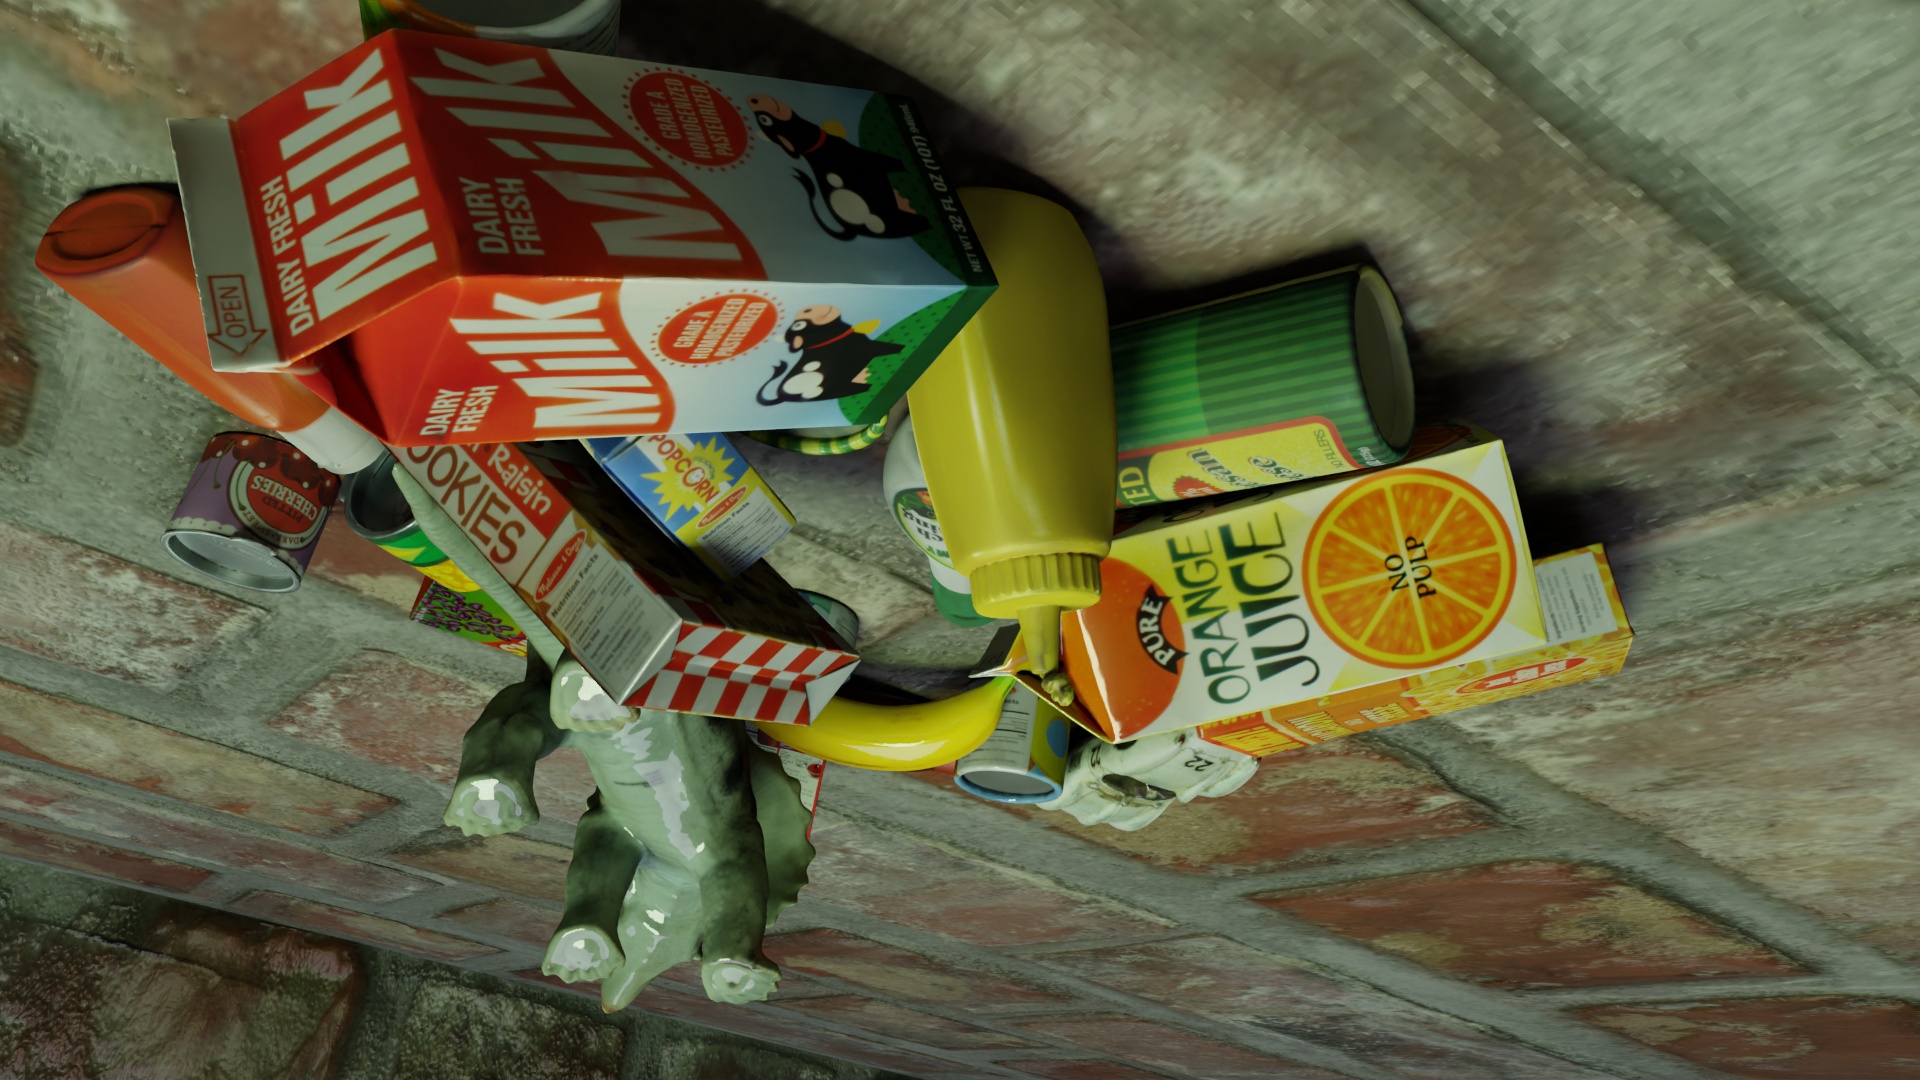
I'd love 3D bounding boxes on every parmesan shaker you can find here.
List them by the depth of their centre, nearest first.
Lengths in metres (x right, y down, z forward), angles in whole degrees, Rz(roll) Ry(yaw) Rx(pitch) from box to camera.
[{"bbox_3d":[0.092,-0.050,0.467,0.103,0.071,0.071,-10,147,33],"label":"parmesan shaker"}]

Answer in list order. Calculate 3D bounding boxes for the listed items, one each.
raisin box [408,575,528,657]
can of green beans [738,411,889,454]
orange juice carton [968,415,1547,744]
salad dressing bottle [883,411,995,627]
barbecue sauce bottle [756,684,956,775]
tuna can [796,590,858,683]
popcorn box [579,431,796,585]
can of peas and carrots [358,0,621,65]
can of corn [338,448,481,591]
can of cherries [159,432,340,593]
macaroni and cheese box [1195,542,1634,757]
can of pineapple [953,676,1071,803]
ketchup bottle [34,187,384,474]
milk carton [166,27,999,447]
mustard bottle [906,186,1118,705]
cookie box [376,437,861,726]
[{"bbox_3d":[-0.233,0.036,0.775,0.123,0.040,0.085,21,150,-23],"label":"raisin box"},{"bbox_3d":[-0.053,-0.071,0.487,0.071,0.058,0.071,8,153,4],"label":"can of green beans"},{"bbox_3d":[0.099,0.018,0.503,0.192,0.073,0.072,-15,-171,11],"label":"orange juice carton"},{"bbox_3d":[0.002,-0.008,0.607,0.064,0.044,0.147,5,153,6],"label":"salad dressing bottle"},{"bbox_3d":[-0.050,0.119,0.870,0.149,0.044,0.064,13,152,-7],"label":"barbecue sauce bottle"},{"bbox_3d":[-0.093,0.055,0.772,0.071,0.033,0.070,8,153,4],"label":"tuna can"},{"bbox_3d":[-0.120,-0.050,0.493,0.127,0.038,0.085,44,173,34],"label":"popcorn box"},{"bbox_3d":[-0.127,-0.140,0.371,0.071,0.071,0.058,15,152,-10],"label":"can of peas and carrots"},{"bbox_3d":[-0.240,-0.017,0.644,0.071,0.071,0.058,-4,150,25],"label":"can of corn"},{"bbox_3d":[-0.353,-0.014,0.697,0.071,0.058,0.071,8,152,5],"label":"can of cherries"},{"bbox_3d":[0.190,0.052,0.591,0.166,0.040,0.123,-17,162,19],"label":"macaroni and cheese box"},{"bbox_3d":[0.033,0.120,0.829,0.071,0.058,0.070,7,153,4],"label":"can of pineapple"},{"bbox_3d":[-0.293,-0.079,0.567,0.065,0.044,0.148,1,152,18],"label":"ketchup bottle"},{"bbox_3d":[-0.093,-0.074,0.361,0.191,0.072,0.073,-6,155,-38],"label":"milk carton"},{"bbox_3d":[0.017,-0.028,0.428,0.065,0.160,0.048,4,162,-33],"label":"mustard bottle"},{"bbox_3d":[-0.130,-0.001,0.532,0.168,0.040,0.123,41,-172,25],"label":"cookie box"}]
